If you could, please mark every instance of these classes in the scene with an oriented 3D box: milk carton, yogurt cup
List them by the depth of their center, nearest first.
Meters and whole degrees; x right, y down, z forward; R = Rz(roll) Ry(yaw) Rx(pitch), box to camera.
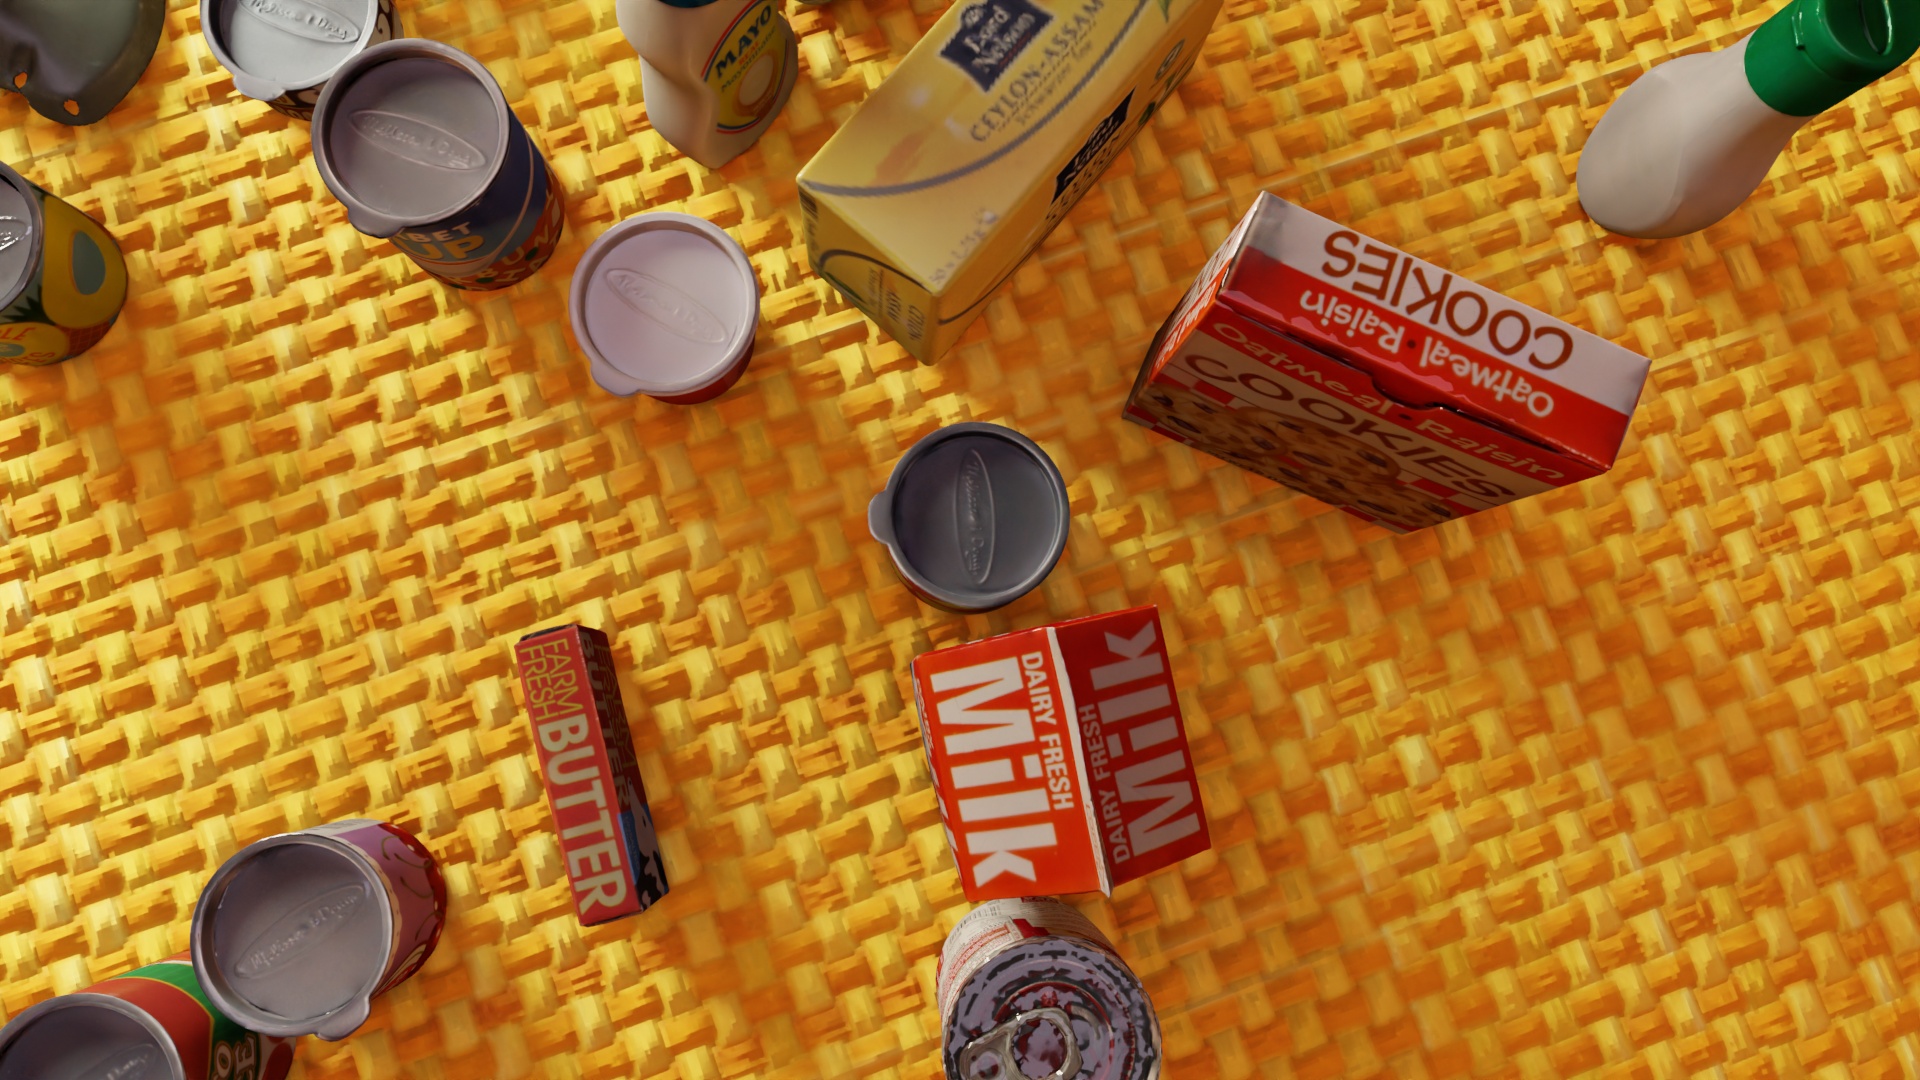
[{"bbox_3d":[0.026,0.064,0.441,0.073,0.190,0.072,-12,85,-4],"label":"milk carton"},{"bbox_3d":[-0.107,-0.083,0.520,0.072,0.054,0.072,0,83,-3],"label":"yogurt cup"}]

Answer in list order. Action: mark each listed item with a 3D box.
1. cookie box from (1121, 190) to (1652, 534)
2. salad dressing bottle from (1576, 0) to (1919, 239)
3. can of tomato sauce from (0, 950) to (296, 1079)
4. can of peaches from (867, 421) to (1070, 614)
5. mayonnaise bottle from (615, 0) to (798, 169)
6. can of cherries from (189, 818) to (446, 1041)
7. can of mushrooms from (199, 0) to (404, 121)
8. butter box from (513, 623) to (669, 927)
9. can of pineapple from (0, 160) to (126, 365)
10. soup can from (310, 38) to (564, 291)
[{"bbox_3d":[0.130,-0.049,0.471,0.123,0.167,0.040,23,83,0],"label":"cookie box"},{"bbox_3d":[0.278,-0.154,0.501,0.044,0.147,0.064,-5,84,-3],"label":"salad dressing bottle"},{"bbox_3d":[-0.272,0.179,0.467,0.071,0.083,0.071,0,84,-3],"label":"can of tomato sauce"},{"bbox_3d":[0.002,-0.006,0.515,0.071,0.058,0.071,0,84,-3],"label":"can of peaches"},{"bbox_3d":[-0.090,-0.184,0.486,0.041,0.148,0.065,38,83,2],"label":"mayonnaise bottle"},{"bbox_3d":[-0.221,0.135,0.487,0.071,0.058,0.071,0,84,-3],"label":"can of cherries"},{"bbox_3d":[-0.254,-0.197,0.537,0.071,0.033,0.071,0,83,-3],"label":"can of mushrooms"},{"bbox_3d":[-0.132,0.083,0.500,0.024,0.053,0.103,-15,84,-4],"label":"butter box"},{"bbox_3d":[-0.353,-0.100,0.508,0.071,0.058,0.071,0,84,-3],"label":"can of pineapple"},{"bbox_3d":[-0.188,-0.131,0.507,0.071,0.083,0.071,0,84,-3],"label":"soup can"}]
